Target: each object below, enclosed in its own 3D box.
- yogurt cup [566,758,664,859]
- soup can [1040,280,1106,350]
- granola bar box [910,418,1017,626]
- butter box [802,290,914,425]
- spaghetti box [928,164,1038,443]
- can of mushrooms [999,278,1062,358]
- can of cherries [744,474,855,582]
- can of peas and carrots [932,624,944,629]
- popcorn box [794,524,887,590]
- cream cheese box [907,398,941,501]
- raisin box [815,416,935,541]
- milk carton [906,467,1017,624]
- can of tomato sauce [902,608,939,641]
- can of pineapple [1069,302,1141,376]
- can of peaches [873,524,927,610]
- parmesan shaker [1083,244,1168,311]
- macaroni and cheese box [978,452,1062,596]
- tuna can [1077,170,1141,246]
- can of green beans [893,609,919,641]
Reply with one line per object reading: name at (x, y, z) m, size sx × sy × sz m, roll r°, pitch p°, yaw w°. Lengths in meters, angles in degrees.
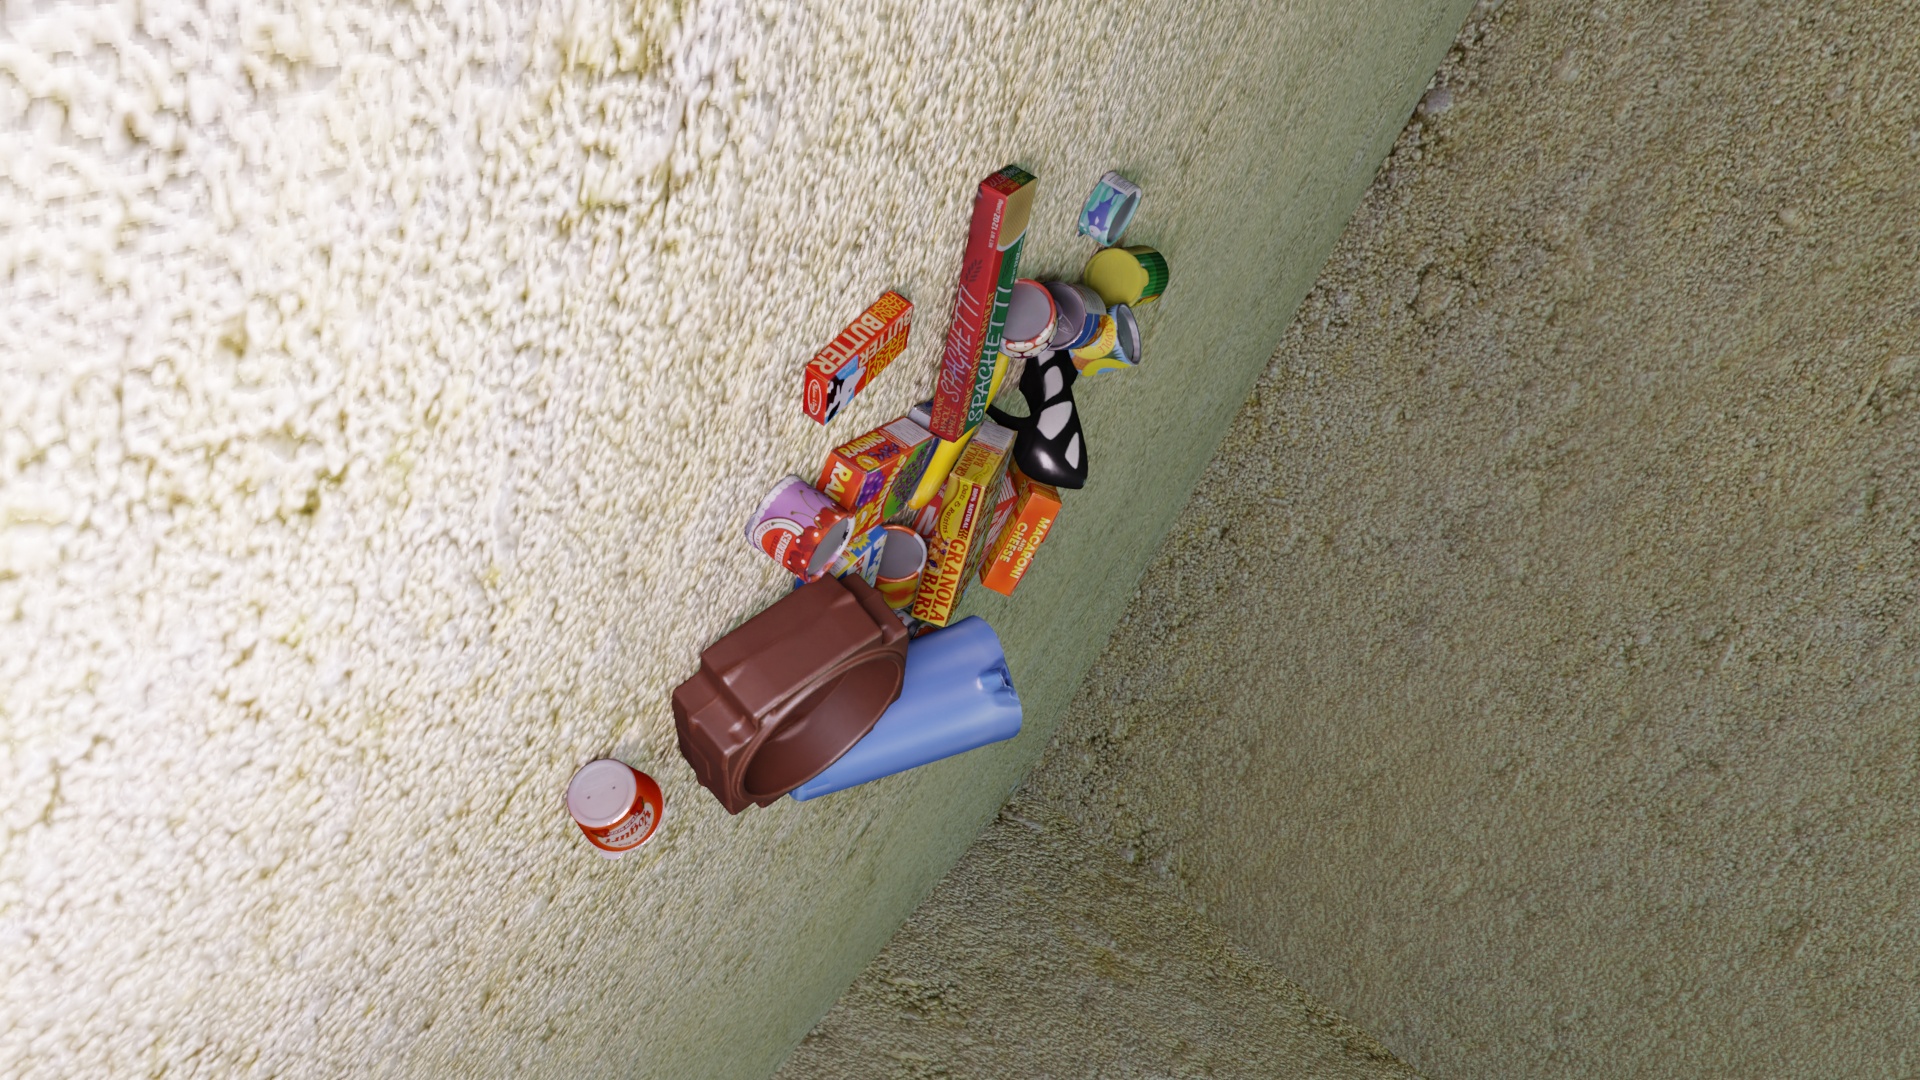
yogurt cup at (-0.269, 0.202, 1.072) m, size 0.072 × 0.072 × 0.053 m, roll -51°, pitch 158°, yaw -18°
soup can at (0.100, -0.218, 1.366) m, size 0.071 × 0.071 × 0.084 m, roll -60°, pitch 166°, yaw 17°
granola bar box at (0.005, -0.017, 1.337) m, size 0.125 × 0.039 × 0.164 m, roll -60°, pitch 169°, yaw -57°
butter box at (-0.076, -0.136, 1.027) m, size 0.104 × 0.024 × 0.052 m, roll -48°, pitch 165°, yaw -30°
spaghetti box at (0.016, -0.190, 1.159) m, size 0.050 × 0.029 × 0.248 m, roll -42°, pitch 154°, yaw -43°
can of mushrooms at (0.056, -0.200, 1.244) m, size 0.071 × 0.071 × 0.033 m, roll -55°, pitch 165°, yaw -6°
can of cherries at (-0.125, -0.007, 1.084) m, size 0.072 × 0.058 × 0.071 m, roll -52°, pitch 167°, yaw -18°
can of peas and carrots at (-0.057, 0.117, 1.627) m, size 0.071 × 0.059 × 0.070 m, roll -51°, pitch 166°, yaw -18°
popcorn box at (-0.115, 0.042, 1.282) m, size 0.085 × 0.038 × 0.126 m, roll -46°, pitch 164°, yaw -37°
cream cheese box at (-0.044, -0.080, 1.275) m, size 0.103 × 0.024 × 0.053 m, roll -62°, pitch 166°, yaw 24°
raisin box at (-0.079, -0.049, 1.191) m, size 0.124 × 0.040 × 0.085 m, roll -34°, pitch 155°, yaw -57°
milk carton at (-0.004, -0.014, 1.469) m, size 0.189 × 0.073 × 0.072 m, roll -62°, pitch 166°, yaw 22°
can of tomato sauce at (-0.062, 0.109, 1.535) m, size 0.071 × 0.083 × 0.071 m, roll -51°, pitch 166°, yaw -18°
can of pineapple at (0.147, -0.207, 1.433) m, size 0.071 × 0.058 × 0.071 m, roll 34°, pitch 51°, yaw -55°
can of peaches at (-0.069, 0.026, 1.356) m, size 0.071 × 0.071 × 0.057 m, roll -49°, pitch 165°, yaw -28°
parmesan shaker at (0.182, -0.281, 1.487) m, size 0.071 × 0.071 × 0.103 m, roll -62°, pitch 165°, yaw 23°
macaroni and cheese box at (0.058, -0.031, 1.544) m, size 0.123 × 0.040 × 0.167 m, roll -61°, pitch -162°, yaw 21°
tuna can at (0.144, -0.319, 1.348) m, size 0.071 × 0.033 × 0.070 m, roll -52°, pitch 166°, yaw -19°
can of green beans at (-0.086, 0.095, 1.470) m, size 0.071 × 0.058 × 0.071 m, roll -52°, pitch 166°, yaw -18°
